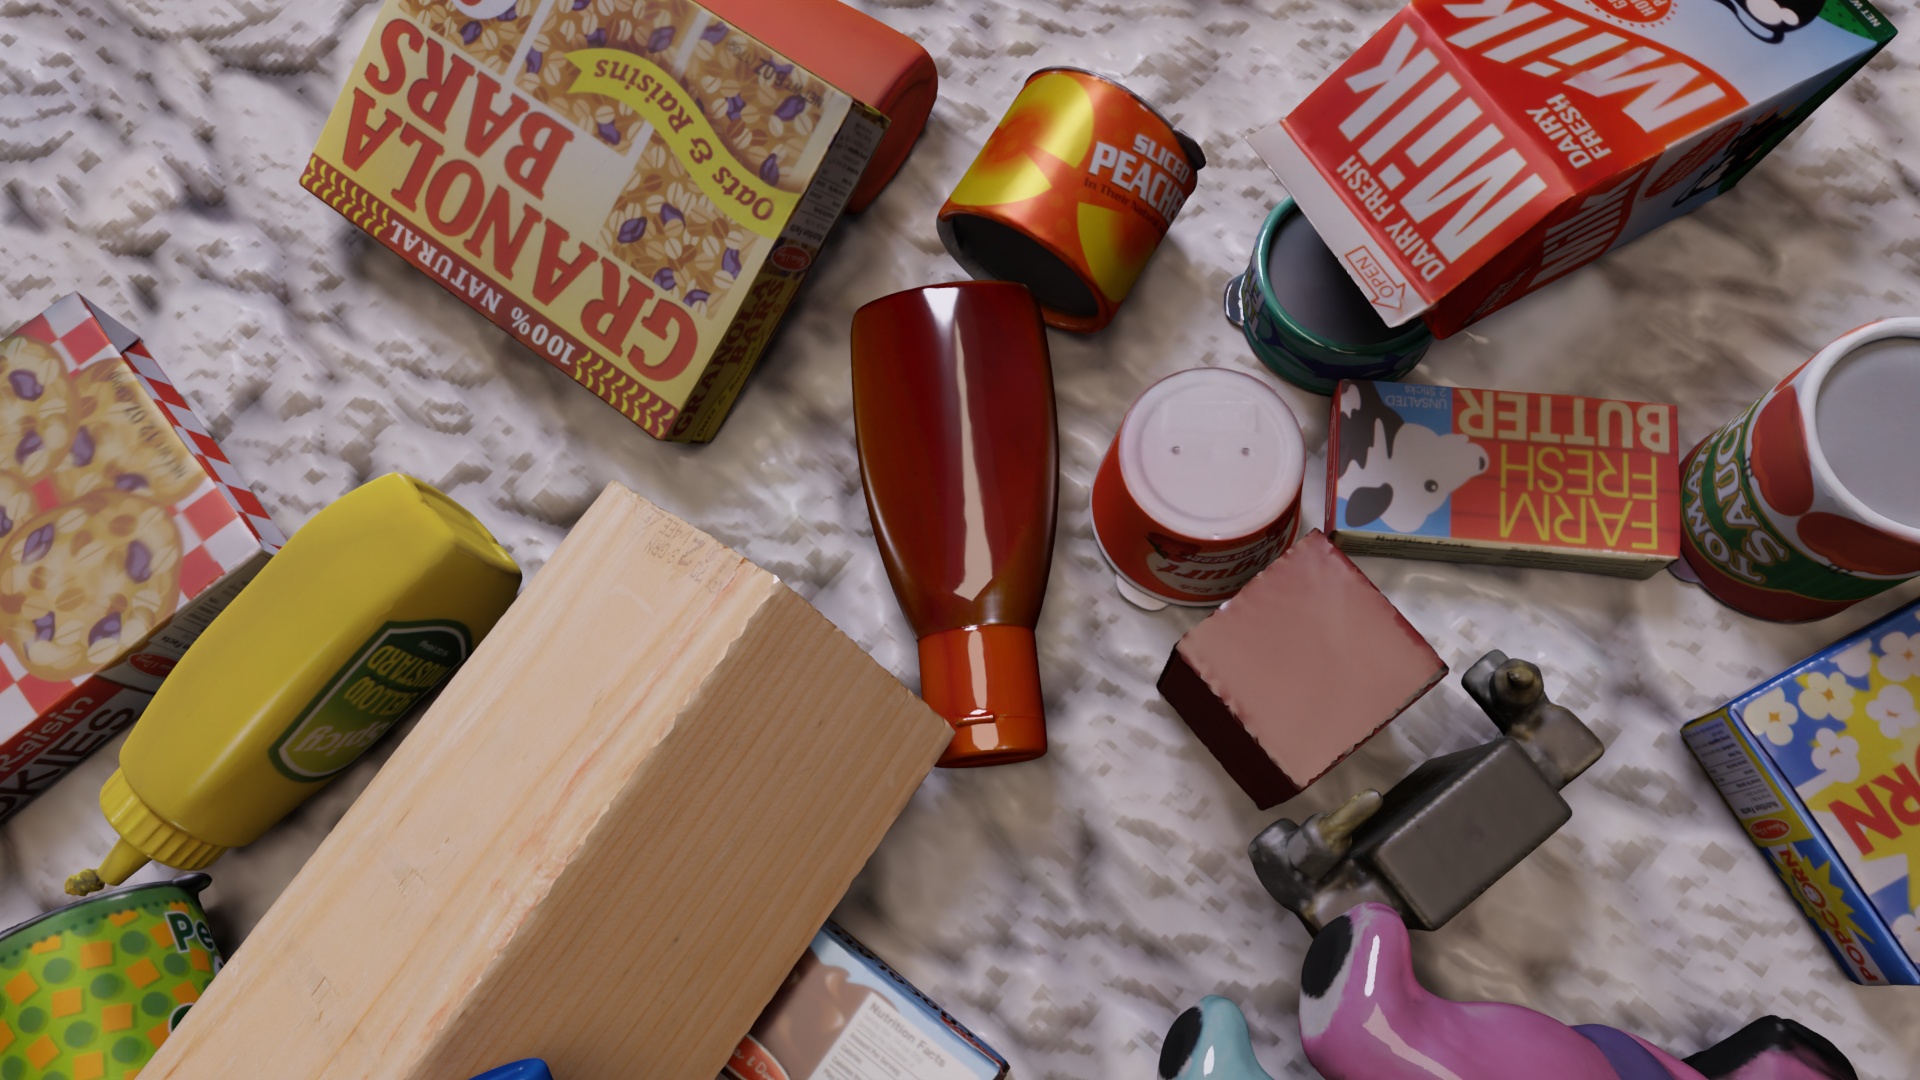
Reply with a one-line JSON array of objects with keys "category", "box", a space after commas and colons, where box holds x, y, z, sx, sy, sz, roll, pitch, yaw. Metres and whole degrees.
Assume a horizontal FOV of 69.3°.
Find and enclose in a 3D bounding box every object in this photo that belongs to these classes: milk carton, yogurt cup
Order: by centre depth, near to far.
[{"category": "milk carton", "box": [0.175, -0.124, 0.414, 0.191, 0.073, 0.072, -26, 73, -23]}, {"category": "yogurt cup", "box": [0.074, -0.018, 0.427, 0.072, 0.053, 0.072, -1, 73, 3]}]

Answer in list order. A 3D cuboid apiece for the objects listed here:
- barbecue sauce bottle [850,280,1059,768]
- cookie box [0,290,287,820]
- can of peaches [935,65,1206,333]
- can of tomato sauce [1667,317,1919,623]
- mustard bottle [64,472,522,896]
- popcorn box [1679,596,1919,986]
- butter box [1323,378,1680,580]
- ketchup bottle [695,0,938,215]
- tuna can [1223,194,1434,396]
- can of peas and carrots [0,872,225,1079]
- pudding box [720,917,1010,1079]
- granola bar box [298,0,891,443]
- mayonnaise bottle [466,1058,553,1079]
[{"category": "barbecue sauce bottle", "box": [0.002, -0.005, 0.434, 0.065, 0.043, 0.149, -8, 73, 7]}, {"category": "cookie box", "box": [-0.318, 0.018, 0.452, 0.168, 0.040, 0.123, -40, 75, -9]}, {"category": "can of peaches", "box": [0.036, -0.108, 0.449, 0.071, 0.071, 0.058, 30, 79, 12]}, {"category": "can of tomato sauce", "box": [0.252, -0.017, 0.398, 0.071, 0.083, 0.071, -1, 73, 4]}, {"category": "mustard bottle", "box": [-0.208, 0.052, 0.424, 0.049, 0.065, 0.160, 42, 86, 20]}, {"category": "popcorn box", "box": [0.289, 0.059, 0.396, 0.127, 0.038, 0.085, -27, 72, -4]}, {"category": "butter box", "box": [0.168, -0.019, 0.436, 0.103, 0.024, 0.053, 5, 74, 6]}, {"category": "ketchup bottle", "box": [-0.084, -0.175, 0.491, 0.149, 0.043, 0.065, 31, 84, 13]}, {"category": "tuna can", "box": [0.124, -0.084, 0.454, 0.071, 0.032, 0.071, -1, 73, 3]}, {"category": "can of peas and carrots", "box": [-0.241, 0.138, 0.397, 0.071, 0.070, 0.059, -29, 74, -5]}, {"category": "pudding box", "box": [-0.033, 0.145, 0.398, 0.084, 0.030, 0.050, 34, 80, 13]}, {"category": "granola bar box", "box": [-0.123, -0.127, 0.460, 0.166, 0.039, 0.124, 35, 102, 13]}, {"category": "mayonnaise bottle", "box": [-0.079, 0.187, 0.291, 0.065, 0.041, 0.148, -20, 86, -11]}]
